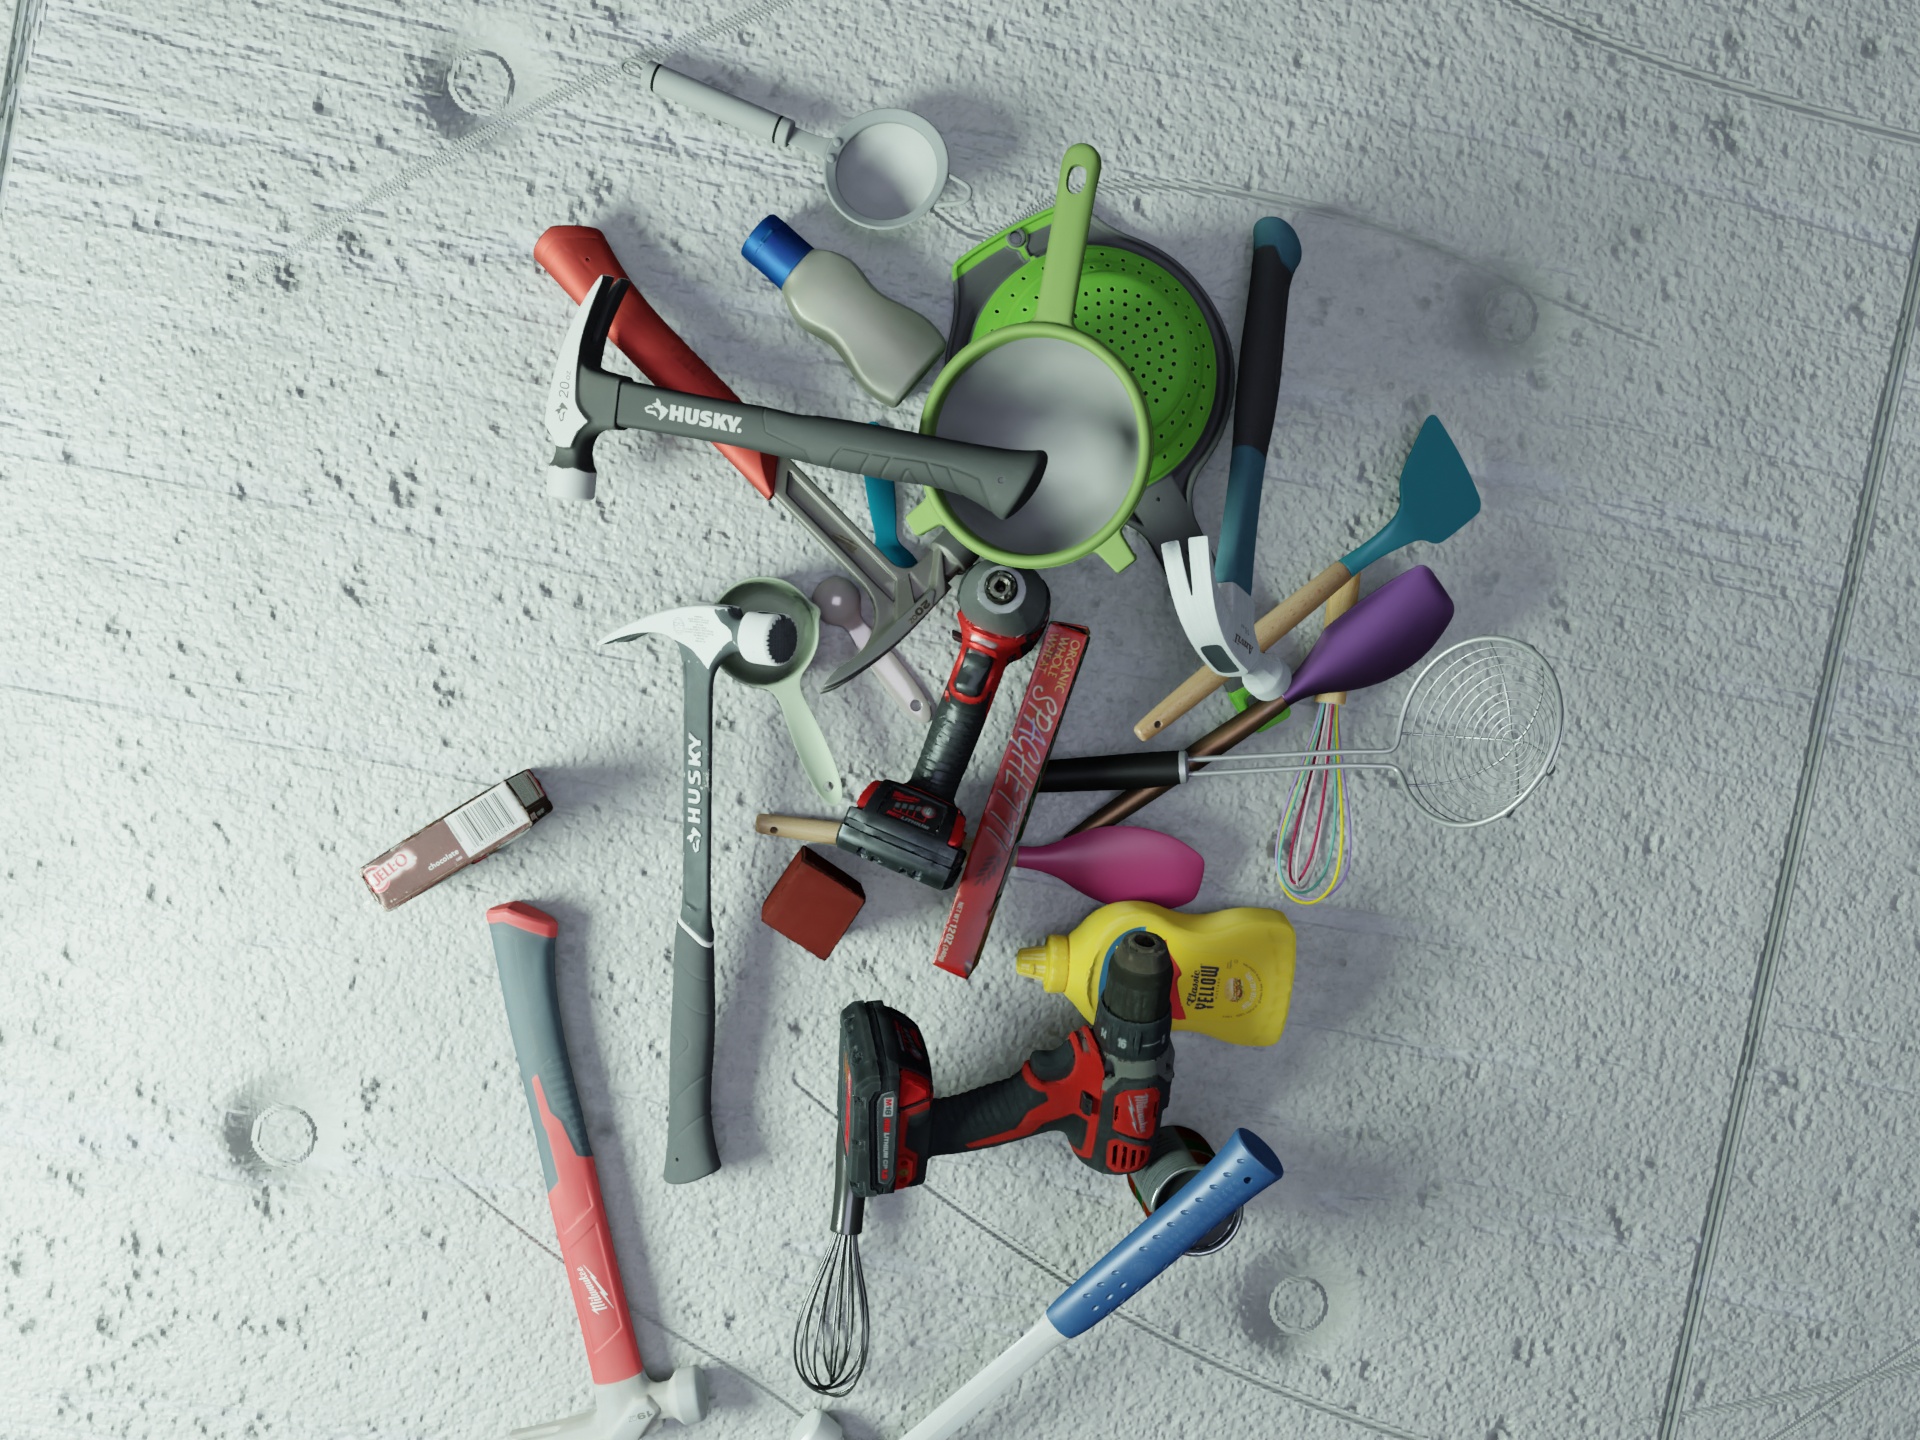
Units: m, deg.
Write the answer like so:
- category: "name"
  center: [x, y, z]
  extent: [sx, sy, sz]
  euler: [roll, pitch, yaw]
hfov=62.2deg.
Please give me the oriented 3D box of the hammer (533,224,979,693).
- category: "hammer"
  center: [-0.158, -0.189, 1.071]
  extent: [0.359, 0.036, 0.149]
  euler: [45, 74, -1]

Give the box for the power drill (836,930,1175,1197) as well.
- category: "power drill"
  center: [0.036, 0.228, 1.062]
  extent: [0.226, 0.080, 0.187]
  euler: [-2, 120, -12]

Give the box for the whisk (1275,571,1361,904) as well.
- category: "whisk"
  center: [0.257, 0.009, 1.135]
  extent: [0.051, 0.047, 0.245]
  euler: [8, 88, -17]

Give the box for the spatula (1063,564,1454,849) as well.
- category: "spatula"
  center: [0.206, 0.001, 1.115]
  extent: [0.316, 0.018, 0.059]
  euler: [-34, 100, 8]

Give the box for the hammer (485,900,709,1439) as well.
- category: "hammer"
  center: [-0.287, 0.318, 1.107]
  extent: [0.143, 0.038, 0.386]
  euler: [-12, 94, -2]

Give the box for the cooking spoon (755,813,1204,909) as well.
- category: "cooking spoon"
  center: [0.014, 0.093, 1.123]
  extent: [0.319, 0.017, 0.068]
  euler: [8, 117, -2]

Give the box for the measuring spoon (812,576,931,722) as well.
- category: "measuring spoon"
  center: [-0.059, -0.048, 1.115]
  extent: [0.034, 0.018, 0.124]
  euler: [-38, 96, -2]

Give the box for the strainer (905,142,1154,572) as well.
- category: "strainer"
  center: [0.062, -0.223, 0.996]
  extent: [0.151, 0.069, 0.256]
  euler: [12, 99, 17]

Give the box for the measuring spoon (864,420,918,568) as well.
- category: "measuring spoon"
  center: [-0.054, -0.145, 1.108]
  extent: [0.042, 0.021, 0.128]
  euler: [-7, 94, -4]

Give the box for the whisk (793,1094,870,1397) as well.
- category: "whisk"
  center: [-0.082, 0.358, 1.124]
  extent: [0.055, 0.055, 0.239]
  euler: [7, 88, -5]

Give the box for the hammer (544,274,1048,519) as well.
- category: "hammer"
  center: [-0.107, -0.185, 1.000]
  extent: [0.335, 0.035, 0.146]
  euler: [13, 103, 16]

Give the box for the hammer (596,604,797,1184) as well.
- category: "hammer"
  center: [-0.185, 0.123, 1.086]
  extent: [0.149, 0.036, 0.409]
  euler: [8, 101, 30]

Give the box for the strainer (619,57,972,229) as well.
- category: "strainer"
  center: [-0.112, -0.398, 1.082]
  extent: [0.258, 0.050, 0.087]
  euler: [23, 85, 0]

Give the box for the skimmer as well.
- category: "skimmer"
  center: [0.205, 0.017, 1.054]
  extent: [0.363, 0.090, 0.127]
  euler: [-4, 68, 15]

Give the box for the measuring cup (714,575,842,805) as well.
- category: "measuring cup"
  center: [-0.118, -0.020, 1.103]
  extent: [0.083, 0.038, 0.167]
  euler: [-23, 97, -3]

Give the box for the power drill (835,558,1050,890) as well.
- category: "power drill"
  center: [-0.002, -0.003, 1.050]
  extent: [0.078, 0.143, 0.220]
  euler: [22, 86, 4]

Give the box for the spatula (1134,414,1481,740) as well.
- category: "spatula"
  center: [0.241, -0.088, 1.102]
  extent: [0.317, 0.044, 0.082]
  euler: [-38, 111, -7]

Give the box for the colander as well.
- category: "colander"
  center: [0.133, -0.169, 1.085]
  extent: [0.204, 0.094, 0.397]
  euler: [-29, 95, -3]

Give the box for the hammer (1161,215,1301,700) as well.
- category: "hammer"
  center: [0.195, -0.188, 1.063]
  extent: [0.128, 0.033, 0.331]
  euler: [31, 62, -45]

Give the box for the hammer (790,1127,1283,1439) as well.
- category: "hammer"
  center: [0.065, 0.422, 1.087]
  extent: [0.144, 0.035, 0.405]
  euler: [42, 107, -7]
